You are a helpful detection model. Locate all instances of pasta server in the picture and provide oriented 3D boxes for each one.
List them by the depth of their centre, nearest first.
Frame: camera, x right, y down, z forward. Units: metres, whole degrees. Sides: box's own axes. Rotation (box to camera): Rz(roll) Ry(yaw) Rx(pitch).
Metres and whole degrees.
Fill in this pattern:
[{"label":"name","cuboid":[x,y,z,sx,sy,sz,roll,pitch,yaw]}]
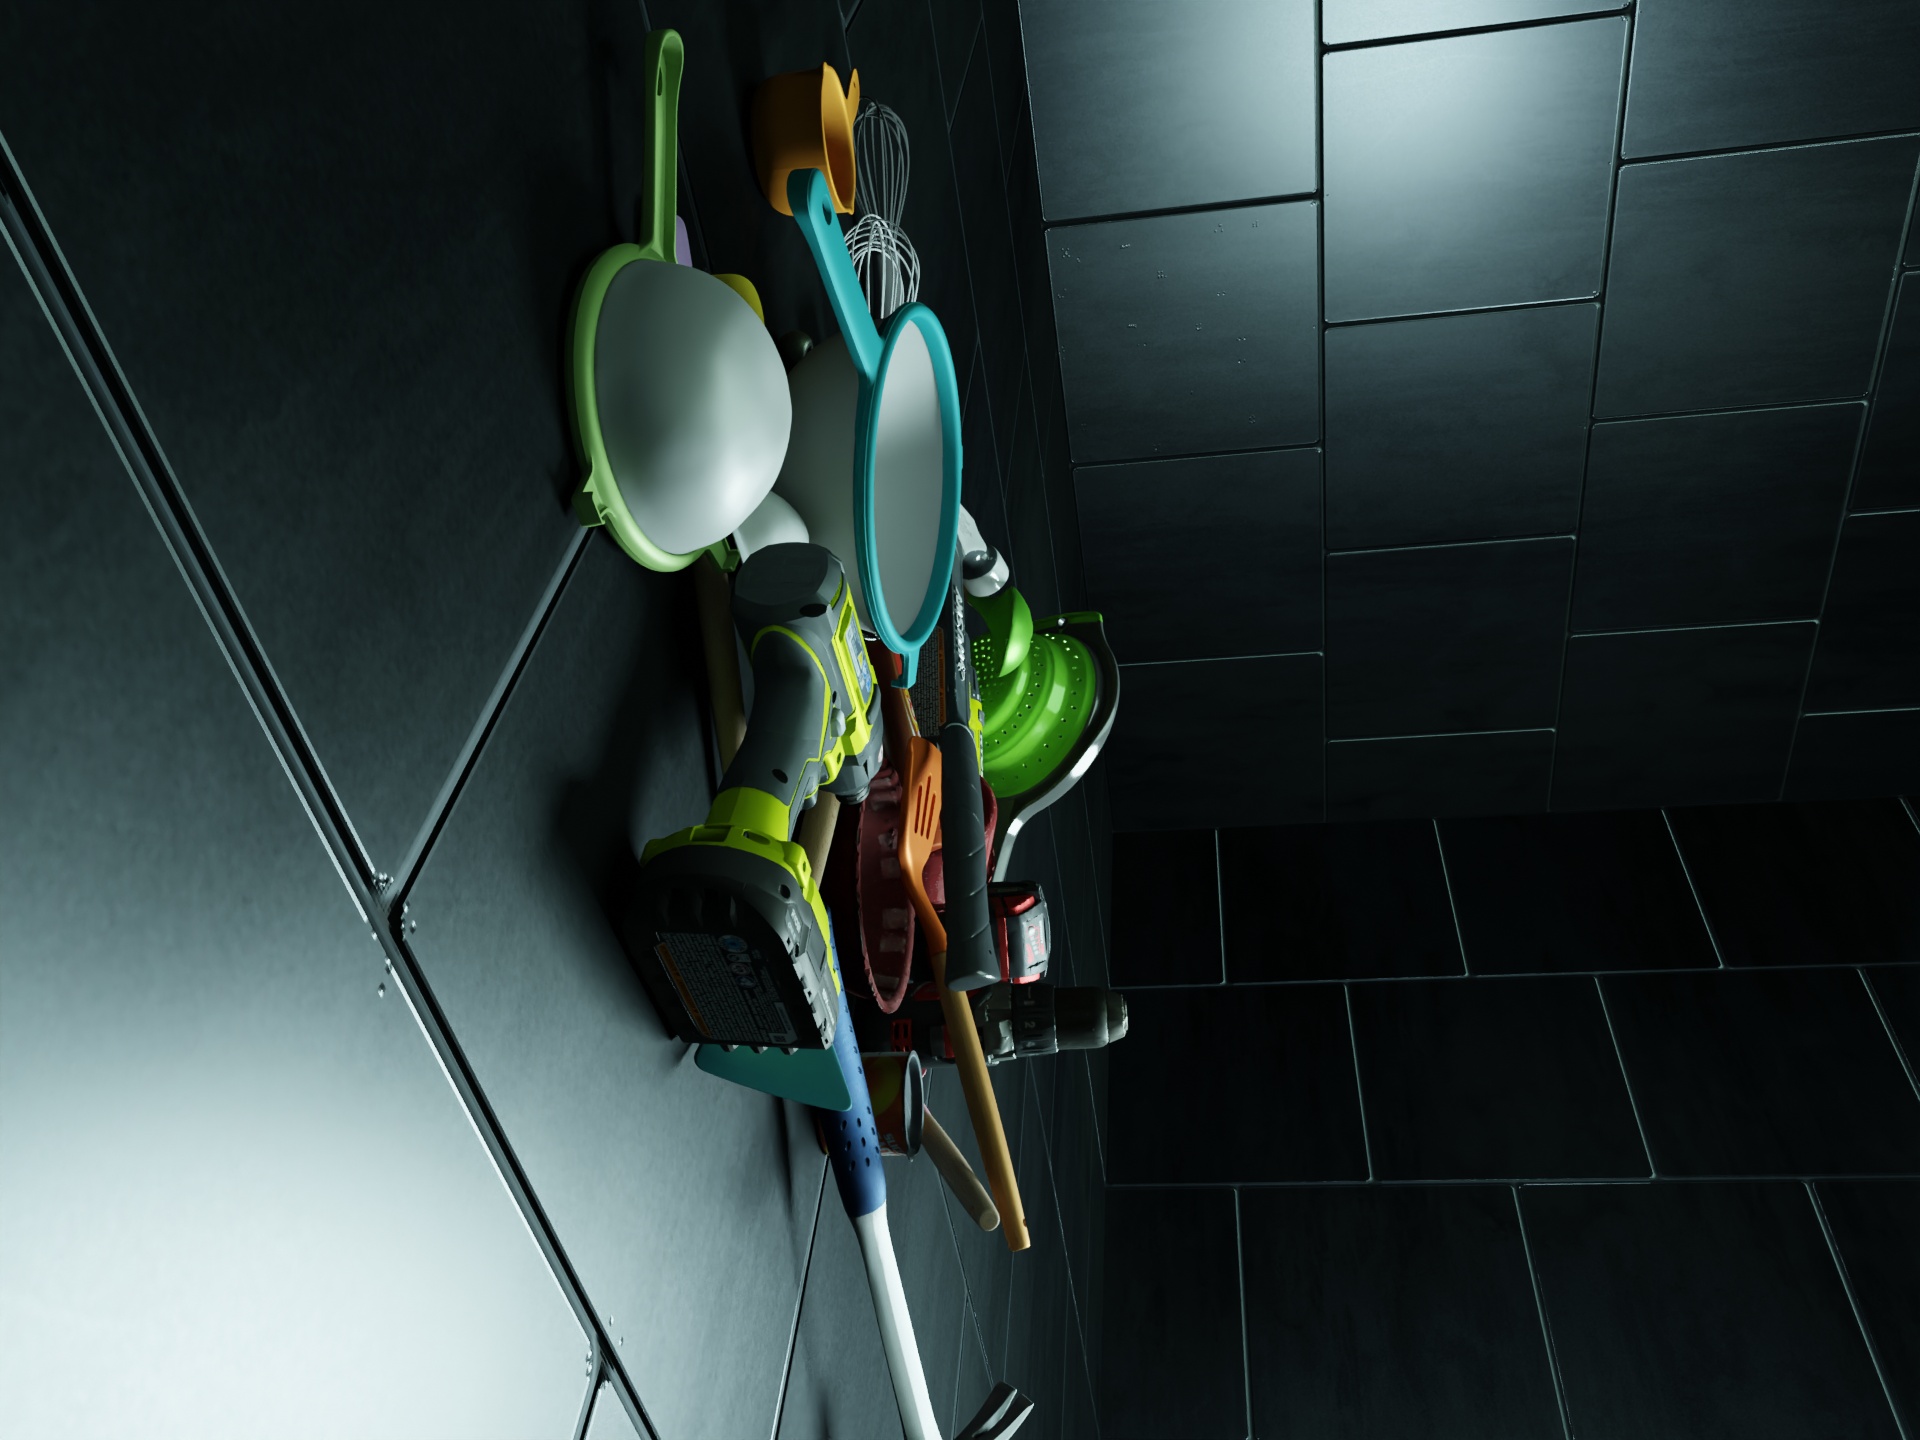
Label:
[{"label":"pasta server","cuboid":[-0.012,0.278,1.065,0.316,0.040,0.060,-166,-96,-77]}]

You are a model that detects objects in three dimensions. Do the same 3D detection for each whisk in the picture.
[{"label":"whisk","cuboid":[-0.080,-0.151,1.082,0.058,0.059,0.246,-65,148,-46]},{"label":"whisk","cuboid":[-0.064,-0.231,1.187,0.070,0.070,0.284,-33,125,-79]},{"label":"whisk","cuboid":[-0.063,-0.379,1.285,0.055,0.055,0.238,-78,167,-59]}]

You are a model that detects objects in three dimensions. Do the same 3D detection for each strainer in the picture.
[{"label":"strainer","cuboid":[-0.117,-0.198,0.737,0.151,0.069,0.256,14,75,-73]},{"label":"strainer","cuboid":[-0.080,-0.180,0.923,0.340,0.095,0.211,69,28,-58]},{"label":"strainer","cuboid":[-0.103,-0.051,0.931,0.087,0.050,0.258,-105,-175,-46]}]

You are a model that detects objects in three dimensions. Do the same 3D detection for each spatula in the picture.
[{"label":"spatula","cuboid":[-0.133,-0.099,0.819,0.060,0.018,0.316,-38,123,-70]},{"label":"spatula","cuboid":[-0.081,0.079,0.896,0.044,0.082,0.318,121,-16,-45]},{"label":"spatula","cuboid":[0.003,0.168,1.007,0.081,0.041,0.323,40,33,-69]}]

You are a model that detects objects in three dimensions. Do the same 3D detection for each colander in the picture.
[{"label":"colander","cuboid":[0.020,0.056,1.468,0.094,0.204,0.397,33,64,-36]}]

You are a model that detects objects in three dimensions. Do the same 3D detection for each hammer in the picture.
[{"label":"hammer","cuboid":[-0.050,0.301,0.965,0.144,0.035,0.405,-21,108,-33]},{"label":"hammer","cuboid":[-0.002,-0.003,1.061,0.149,0.036,0.409,54,26,-46]}]

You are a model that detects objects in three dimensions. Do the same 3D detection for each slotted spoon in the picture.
[{"label":"slotted spoon","cuboid":[0.007,-0.113,1.331,0.314,0.031,0.070,-124,-138,-62]}]

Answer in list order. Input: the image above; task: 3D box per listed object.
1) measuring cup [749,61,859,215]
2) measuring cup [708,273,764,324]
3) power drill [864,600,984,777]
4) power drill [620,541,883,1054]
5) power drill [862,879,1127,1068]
[{"label":"measuring cup","cuboid":[-0.098,-0.391,1.040,0.174,0.052,0.095,-85,168,-51]},{"label":"measuring cup","cuboid":[-0.116,-0.212,0.922,0.156,0.029,0.062,26,61,-78]},{"label":"power drill","cuboid":[-0.021,-0.015,1.304,0.228,0.080,0.191,64,24,-73]},{"label":"power drill","cuboid":[-0.087,0.045,0.794,0.171,0.080,0.223,77,18,-46]},{"label":"power drill","cuboid":[0.030,0.195,1.209,0.227,0.188,0.080,-73,158,-76]}]
